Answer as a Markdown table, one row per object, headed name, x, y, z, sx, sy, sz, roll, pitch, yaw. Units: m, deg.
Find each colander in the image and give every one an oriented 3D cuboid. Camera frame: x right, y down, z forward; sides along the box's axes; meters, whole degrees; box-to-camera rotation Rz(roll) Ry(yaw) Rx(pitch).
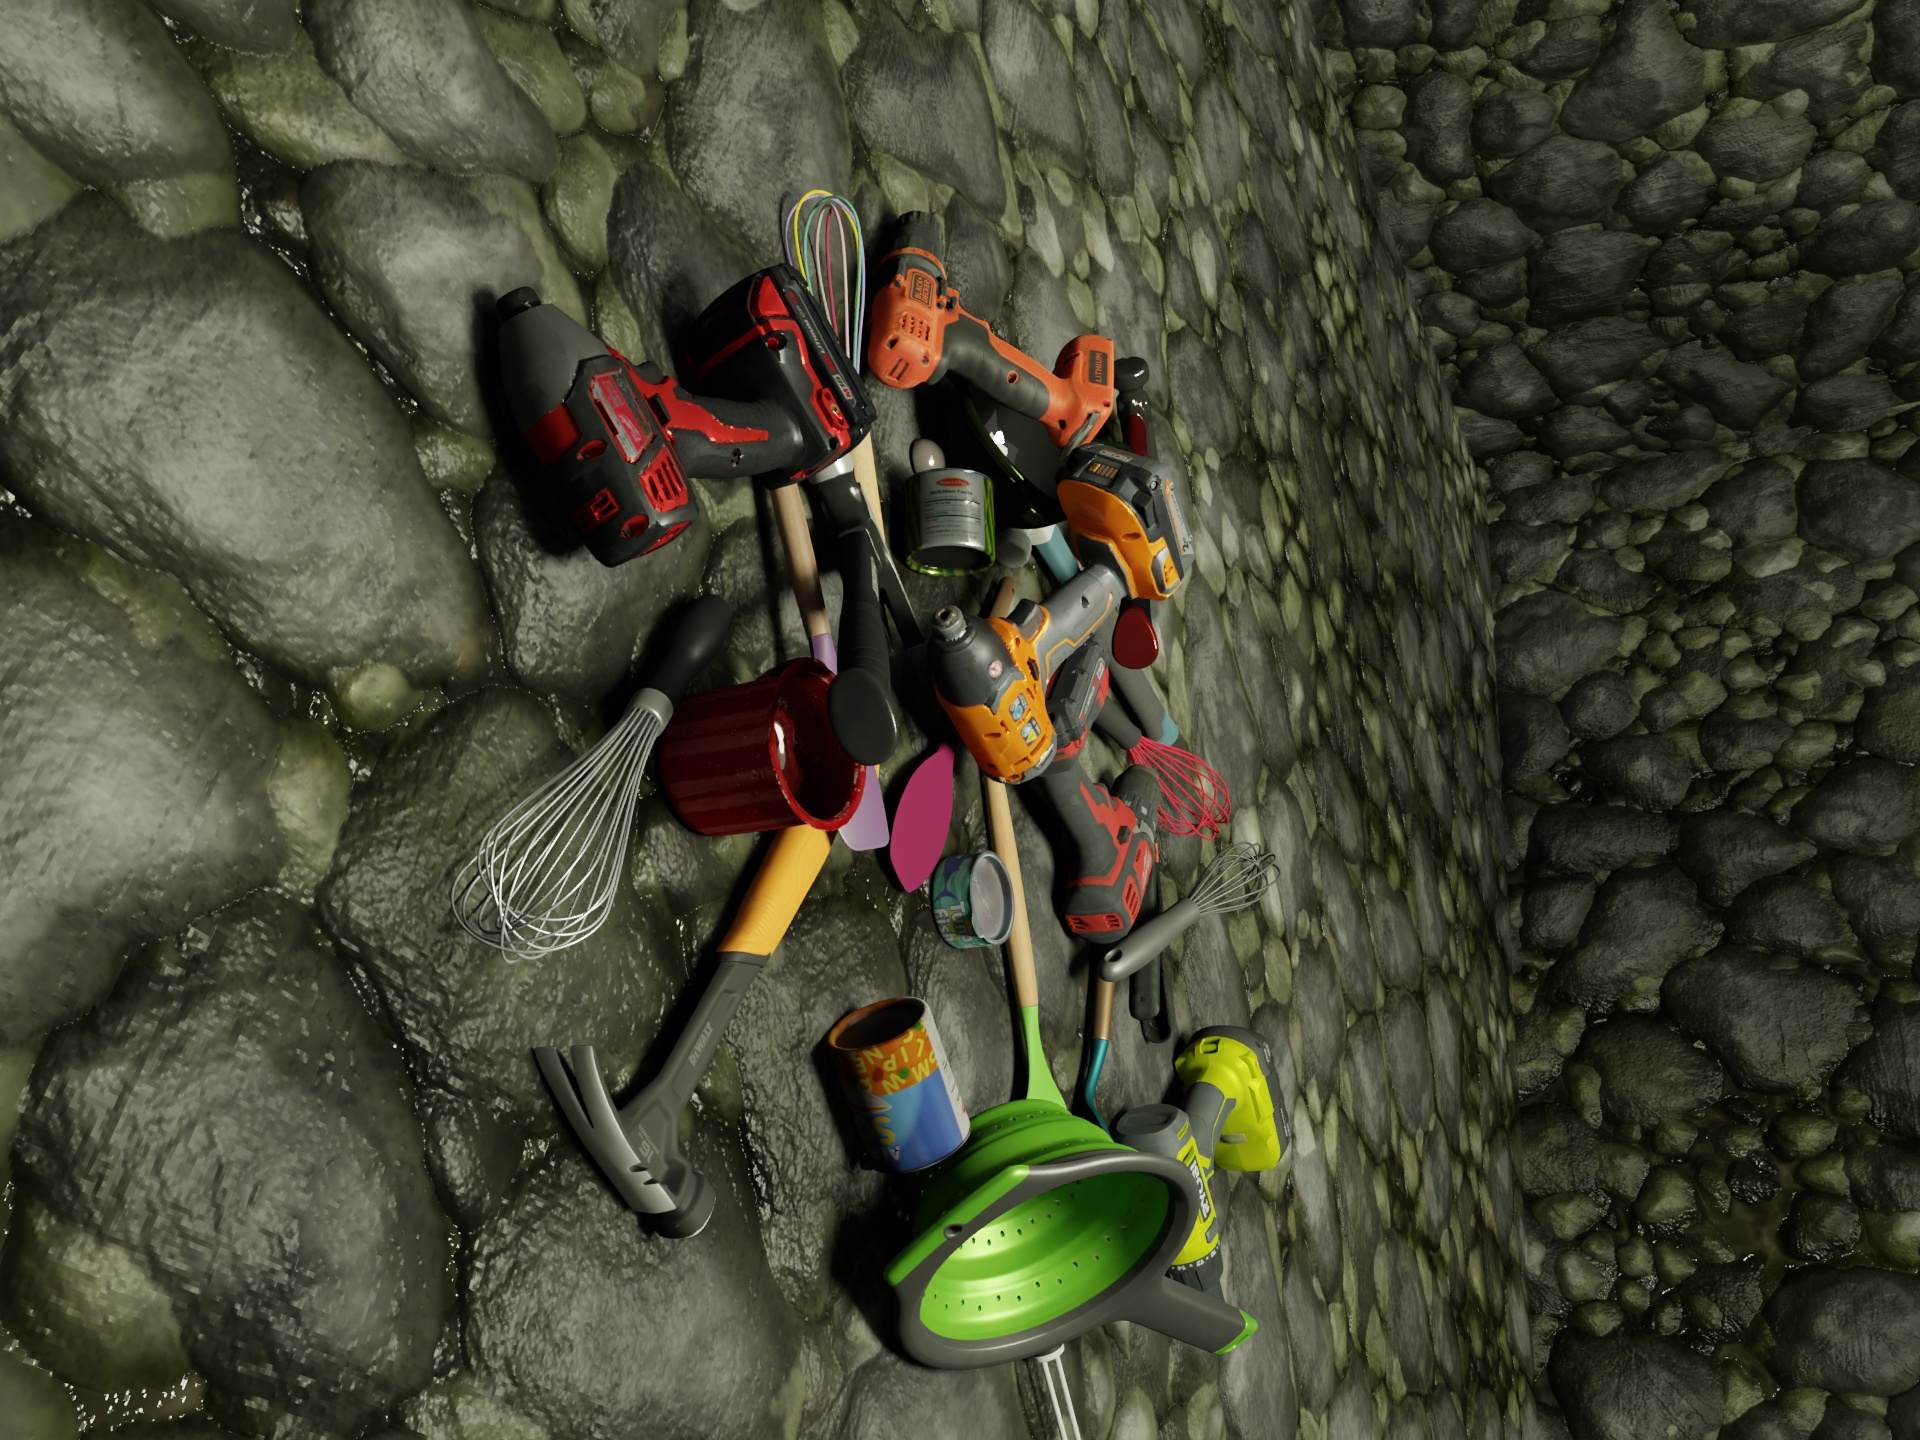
| name | x | y | z | sx | sy | sz | roll | pitch | yaw |
| --- | --- | --- | --- | --- | --- | --- | --- | --- | --- |
| colander | 0.084 | 0.342 | 1.052 | 0.396 | 0.204 | 0.095 | 39 | 13 | -44 |

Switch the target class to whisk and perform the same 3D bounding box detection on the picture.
| name | x | y | z | sx | sy | sz | roll | pitch | yaw |
| --- | --- | --- | --- | --- | --- | --- | --- | --- | --- |
| whisk | 0.191 | 0.160 | 1.320 | 0.239 | 0.055 | 0.055 | -27 | 106 | -42 |
| whisk | -0.074 | -0.235 | 1.070 | 0.047 | 0.051 | 0.245 | -15 | 97 | -68 |
| whisk | 0.160 | 0.026 | 1.412 | 0.295 | 0.073 | 0.073 | 42 | 45 | -41 |
| whisk | -0.167 | 0.016 | 0.793 | 0.070 | 0.070 | 0.285 | 64 | 27 | -28 |

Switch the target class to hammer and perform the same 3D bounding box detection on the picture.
| name | x | y | z | sx | sy | sz | roll | pitch | yaw |
| --- | --- | --- | --- | --- | --- | --- | --- | --- | --- |
| hammer | -0.055 | -0.055 | 0.909 | 0.335 | 0.035 | 0.146 | -100 | 170 | -66 |
| hammer | -0.116 | 0.109 | 0.880 | 0.127 | 0.034 | 0.337 | 65 | 31 | -29 |
| hammer | 0.155 | -0.164 | 1.391 | 0.387 | 0.038 | 0.143 | -83 | 163 | -49 |
| hammer | 0.119 | -0.084 | 1.395 | 0.330 | 0.033 | 0.128 | 55 | 37 | -40 |

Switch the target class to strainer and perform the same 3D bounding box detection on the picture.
| name | x | y | z | sx | sy | sz | roll | pitch | yaw |
| --- | --- | --- | --- | --- | --- | --- | --- | --- | --- |
| strainer | 0.061 | -0.203 | 1.265 | 0.256 | 0.069 | 0.151 | -9 | 65 | -59 |

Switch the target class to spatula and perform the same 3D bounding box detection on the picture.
| name | x | y | z | sx | sy | sz | roll | pitch | yaw |
| --- | --- | --- | --- | --- | --- | --- | --- | --- | --- |
| spatula | 0.125 | 0.237 | 1.284 | 0.082 | 0.044 | 0.318 | 84 | 12 | -55 |
| spatula | -0.093 | -0.075 | 0.965 | 0.059 | 0.018 | 0.316 | 0 | 74 | -58 |

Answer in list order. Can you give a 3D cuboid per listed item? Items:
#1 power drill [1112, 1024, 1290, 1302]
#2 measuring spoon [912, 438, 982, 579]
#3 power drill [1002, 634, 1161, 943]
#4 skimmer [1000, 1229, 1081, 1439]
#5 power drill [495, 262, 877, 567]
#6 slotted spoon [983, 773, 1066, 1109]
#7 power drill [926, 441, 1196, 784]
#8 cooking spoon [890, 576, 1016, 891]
| name | x | y | z | sx | sy | sz | roll | pitch | yaw |
| --- | --- | --- | --- | --- | --- | --- | --- | --- | --- |
| power drill | 0.211 | 0.384 | 1.365 | 0.228 | 0.080 | 0.190 | -36 | 113 | -57 |
| measuring spoon | -0.004 | -0.159 | 1.201 | 0.124 | 0.018 | 0.034 | 63 | 32 | -30 |
| power drill | 0.104 | 0.041 | 1.280 | 0.226 | 0.080 | 0.188 | 66 | 31 | -30 |
| skimmer | 0.092 | 0.494 | 1.083 | 0.127 | 0.090 | 0.363 | -18 | 96 | -31 |
| power drill | -0.151 | -0.176 | 0.857 | 0.143 | 0.078 | 0.220 | 60 | 35 | -5 |
| slotted spoon | 0.045 | 0.184 | 1.169 | 0.070 | 0.031 | 0.314 | 5 | 75 | -63 |
| power drill | 0.064 | -0.084 | 1.109 | 0.226 | 0.084 | 0.164 | -53 | 143 | -17 |
| cooking spoon | -0.002 | -0.004 | 1.152 | 0.319 | 0.017 | 0.068 | -69 | 146 | -44 |
